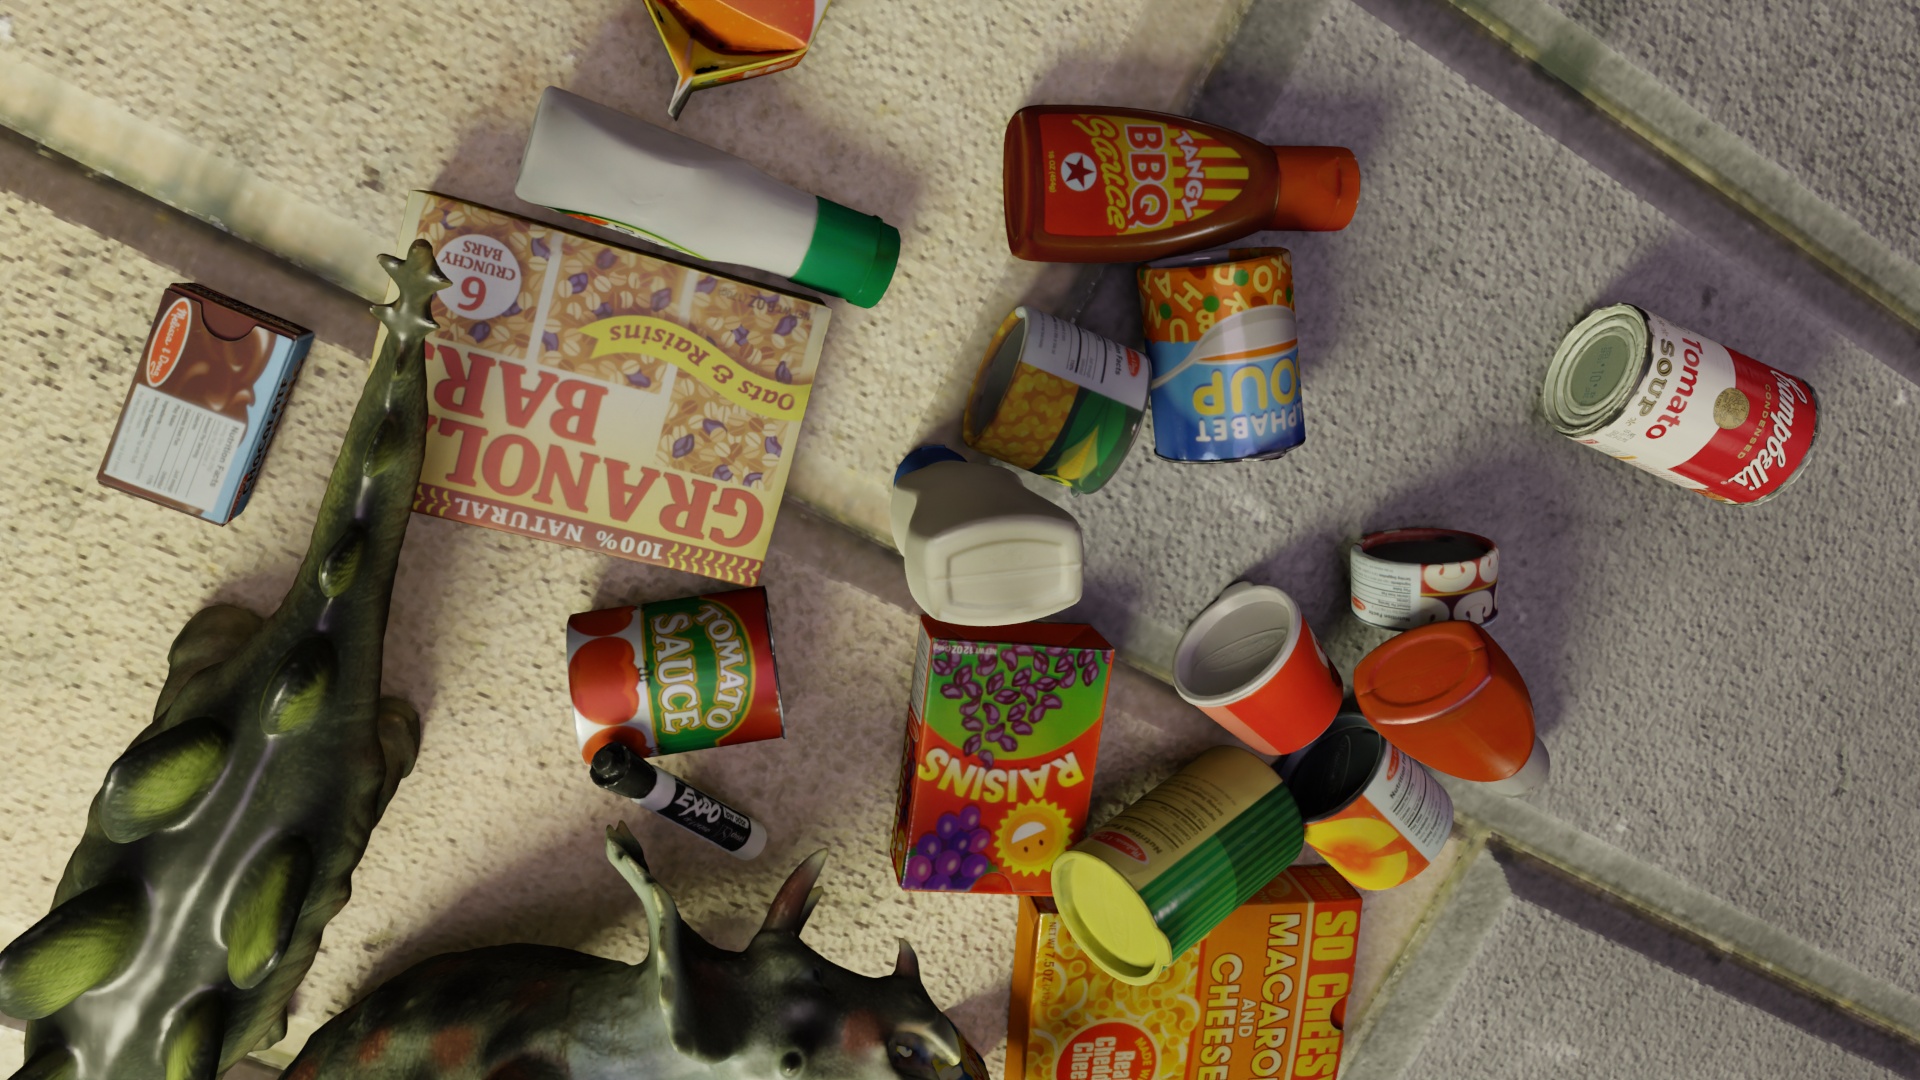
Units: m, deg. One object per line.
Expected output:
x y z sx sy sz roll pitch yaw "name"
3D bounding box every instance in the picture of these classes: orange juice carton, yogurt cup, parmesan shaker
-0.069 -0.247 0.521 0.073 0.072 0.192 24 98 -16 "orange juice carton"
0.141 0.063 0.646 0.072 0.072 0.054 -44 116 2 "yogurt cup"
0.103 0.147 0.634 0.103 0.071 0.071 -26 110 -34 "parmesan shaker"

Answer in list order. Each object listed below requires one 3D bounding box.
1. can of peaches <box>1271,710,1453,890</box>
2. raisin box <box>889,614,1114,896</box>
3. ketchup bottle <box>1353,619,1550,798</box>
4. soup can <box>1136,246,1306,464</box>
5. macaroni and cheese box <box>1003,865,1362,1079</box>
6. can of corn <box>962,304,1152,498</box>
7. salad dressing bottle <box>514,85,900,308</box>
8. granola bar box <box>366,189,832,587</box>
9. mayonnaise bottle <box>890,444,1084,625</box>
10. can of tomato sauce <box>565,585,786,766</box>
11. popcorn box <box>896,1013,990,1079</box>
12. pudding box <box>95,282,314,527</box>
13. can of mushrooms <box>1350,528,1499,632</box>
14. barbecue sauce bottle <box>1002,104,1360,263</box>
0.192 0.126 0.672 0.071 0.071 0.058 -46 108 2 "can of peaches"
0.018 0.100 0.642 0.086 0.040 0.123 5 103 -14 "raisin box"
0.239 0.085 0.650 0.064 0.044 0.148 -27 143 24 "ketchup bottle"
0.114 -0.080 0.600 0.071 0.071 0.083 -11 106 -9 "soup can"
0.110 0.228 0.692 0.167 0.040 0.123 1 104 -12 "macaroni and cheese box"
0.039 -0.058 0.594 0.058 0.071 0.071 21 99 -15 "can of corn"
-0.097 -0.132 0.551 0.148 0.064 0.044 16 105 -23 "salad dressing bottle"
-0.149 -0.060 0.567 0.166 0.039 0.124 14 100 -15 "granola bar box"
0.002 -0.007 0.554 0.065 0.148 0.041 -6 105 -10 "mayonnaise bottle"
-0.119 0.057 0.586 0.083 0.071 0.071 -8 105 -9 "can of tomato sauce"
-0.021 0.285 0.633 0.085 0.127 0.038 -37 105 -1 "popcorn box"
-0.294 -0.053 0.543 0.049 0.030 0.083 23 98 -15 "pudding box"
0.218 0.017 0.650 0.071 0.071 0.033 -7 104 -10 "can of mushrooms"
0.094 -0.151 0.592 0.149 0.043 0.065 -2 88 -12 "barbecue sauce bottle"
